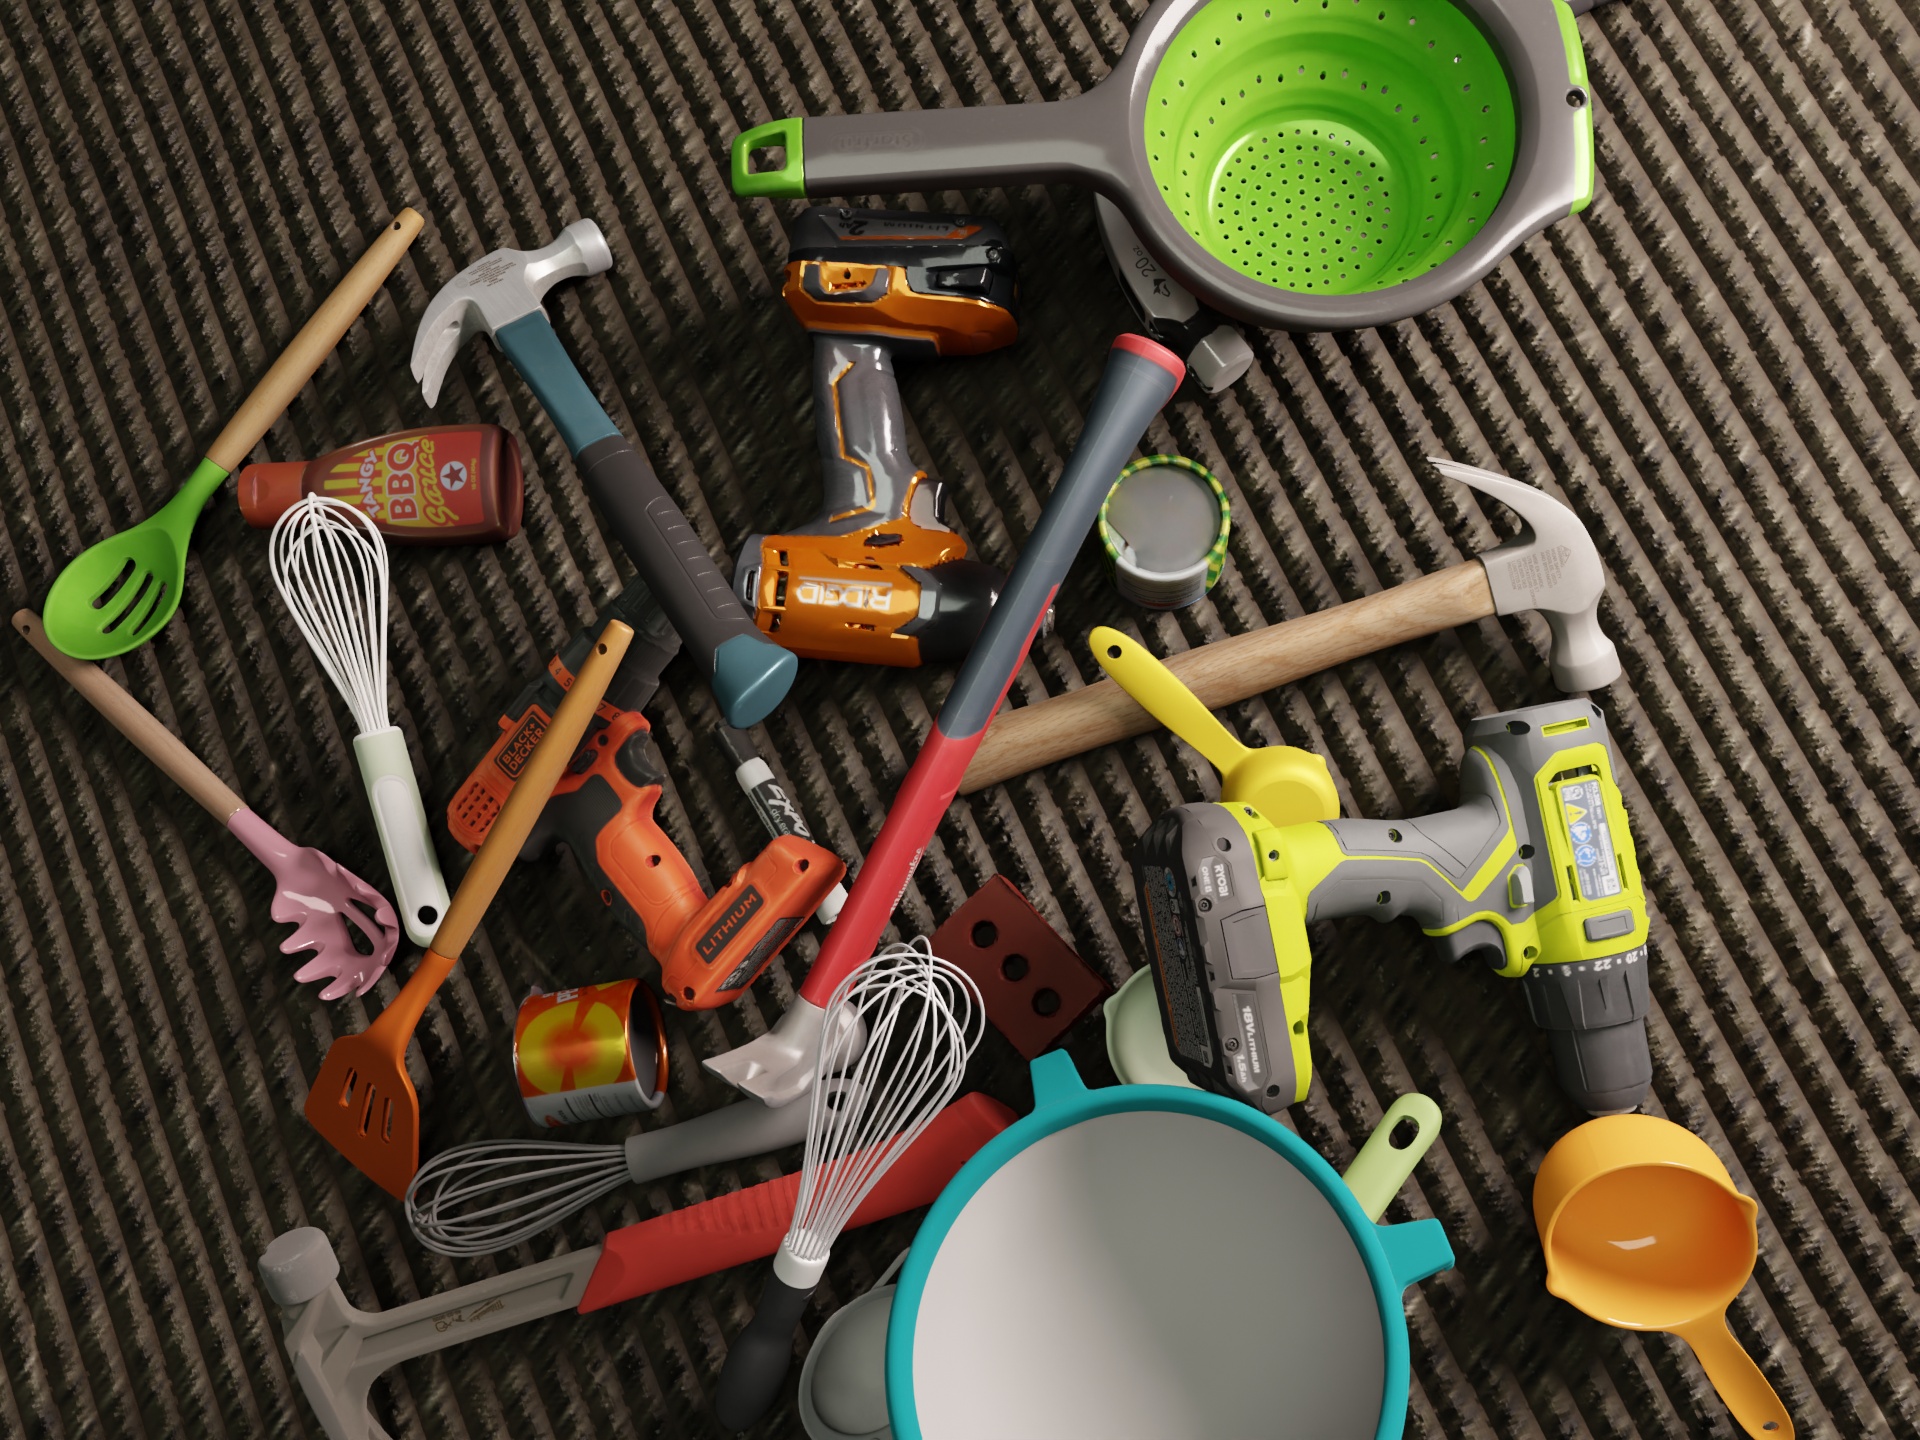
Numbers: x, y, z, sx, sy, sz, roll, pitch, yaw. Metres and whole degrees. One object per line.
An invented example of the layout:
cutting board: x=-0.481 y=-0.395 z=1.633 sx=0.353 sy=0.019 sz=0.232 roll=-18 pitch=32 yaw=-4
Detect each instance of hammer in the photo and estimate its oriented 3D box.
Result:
hammer: x=0.222 y=-0.324 z=0.841 sx=0.335 sy=0.035 sz=0.146 roll=-35 pitch=78 yaw=0
hammer: x=-0.175 y=-0.128 z=0.808 sx=0.128 sy=0.033 sz=0.331 roll=-29 pitch=63 yaw=-13
hammer: x=-0.001 y=-0.002 z=0.731 sx=0.038 sy=0.143 sz=0.386 roll=27 pitch=92 yaw=13
hammer: x=-0.138 y=0.263 z=0.767 sx=0.359 sy=0.037 sz=0.149 roll=-17 pitch=110 yaw=-3
hammer: x=0.146 y=-0.031 z=0.784 sx=0.331 sy=0.031 sz=0.130 roll=-18 pitch=106 yaw=9

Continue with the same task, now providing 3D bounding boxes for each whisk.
whisk: x=-0.162 y=0.216 z=0.791 sx=0.239 sy=0.055 sz=0.055 roll=-15 pitch=78 yaw=0
whisk: x=-0.061 y=0.217 z=0.710 sx=0.070 sy=0.070 sz=0.284 roll=26 pitch=113 yaw=11
whisk: x=-0.308 y=0.000 z=0.833 sx=0.058 sy=0.059 sz=0.246 roll=-16 pitch=90 yaw=-13

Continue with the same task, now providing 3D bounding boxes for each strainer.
strainer: x=0.146 y=0.284 z=0.732 sx=0.152 sy=0.069 sz=0.256 roll=31 pitch=71 yaw=31
strainer: x=-0.054 y=0.370 z=0.750 sx=0.086 sy=0.050 sz=0.258 roll=12 pitch=86 yaw=-35
strainer: x=0.051 y=0.320 z=0.641 sx=0.211 sy=0.095 sz=0.340 roll=19 pitch=68 yaw=31

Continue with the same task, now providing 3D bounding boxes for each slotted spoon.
slotted spoon: x=-0.402 y=-0.164 z=0.898 sx=0.070 sy=0.031 sz=0.314 roll=34 pitch=84 yaw=12

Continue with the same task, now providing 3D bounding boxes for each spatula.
spatula: x=-0.240 y=0.093 z=0.789 sx=0.081 sy=0.041 sz=0.322 roll=32 pitch=97 yaw=17

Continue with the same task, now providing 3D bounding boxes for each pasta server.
pasta server: x=-0.413 y=0.036 z=0.858 sx=0.316 sy=0.040 sz=0.060 roll=38 pitch=98 yaw=13

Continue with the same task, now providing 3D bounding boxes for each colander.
colander: x=0.092 y=-0.266 z=0.776 sx=0.397 sy=0.094 sz=0.204 roll=-2 pitch=80 yaw=3

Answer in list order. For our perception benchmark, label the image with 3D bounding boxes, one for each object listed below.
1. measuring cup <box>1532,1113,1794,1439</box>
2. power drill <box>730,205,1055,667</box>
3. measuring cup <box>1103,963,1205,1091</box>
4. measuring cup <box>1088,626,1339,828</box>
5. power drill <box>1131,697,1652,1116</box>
measuring cup: x=0.326 y=0.254 z=0.721 sx=0.095 sy=0.052 sz=0.173 roll=-32 pitch=103 yaw=18
power drill: x=-0.024 y=-0.139 z=0.819 sx=0.164 sy=0.084 sz=0.226 roll=6 pitch=85 yaw=8
measuring cup: x=0.093 y=0.194 z=0.765 sx=0.083 sy=0.038 sz=0.167 roll=20 pitch=86 yaw=10
measuring cup: x=0.120 y=0.011 z=0.767 sx=0.156 sy=0.029 sz=0.062 roll=41 pitch=104 yaw=-11
power drill: x=0.207 y=0.102 z=0.724 sx=0.228 sy=0.080 sz=0.190 roll=-11 pitch=88 yaw=-13
